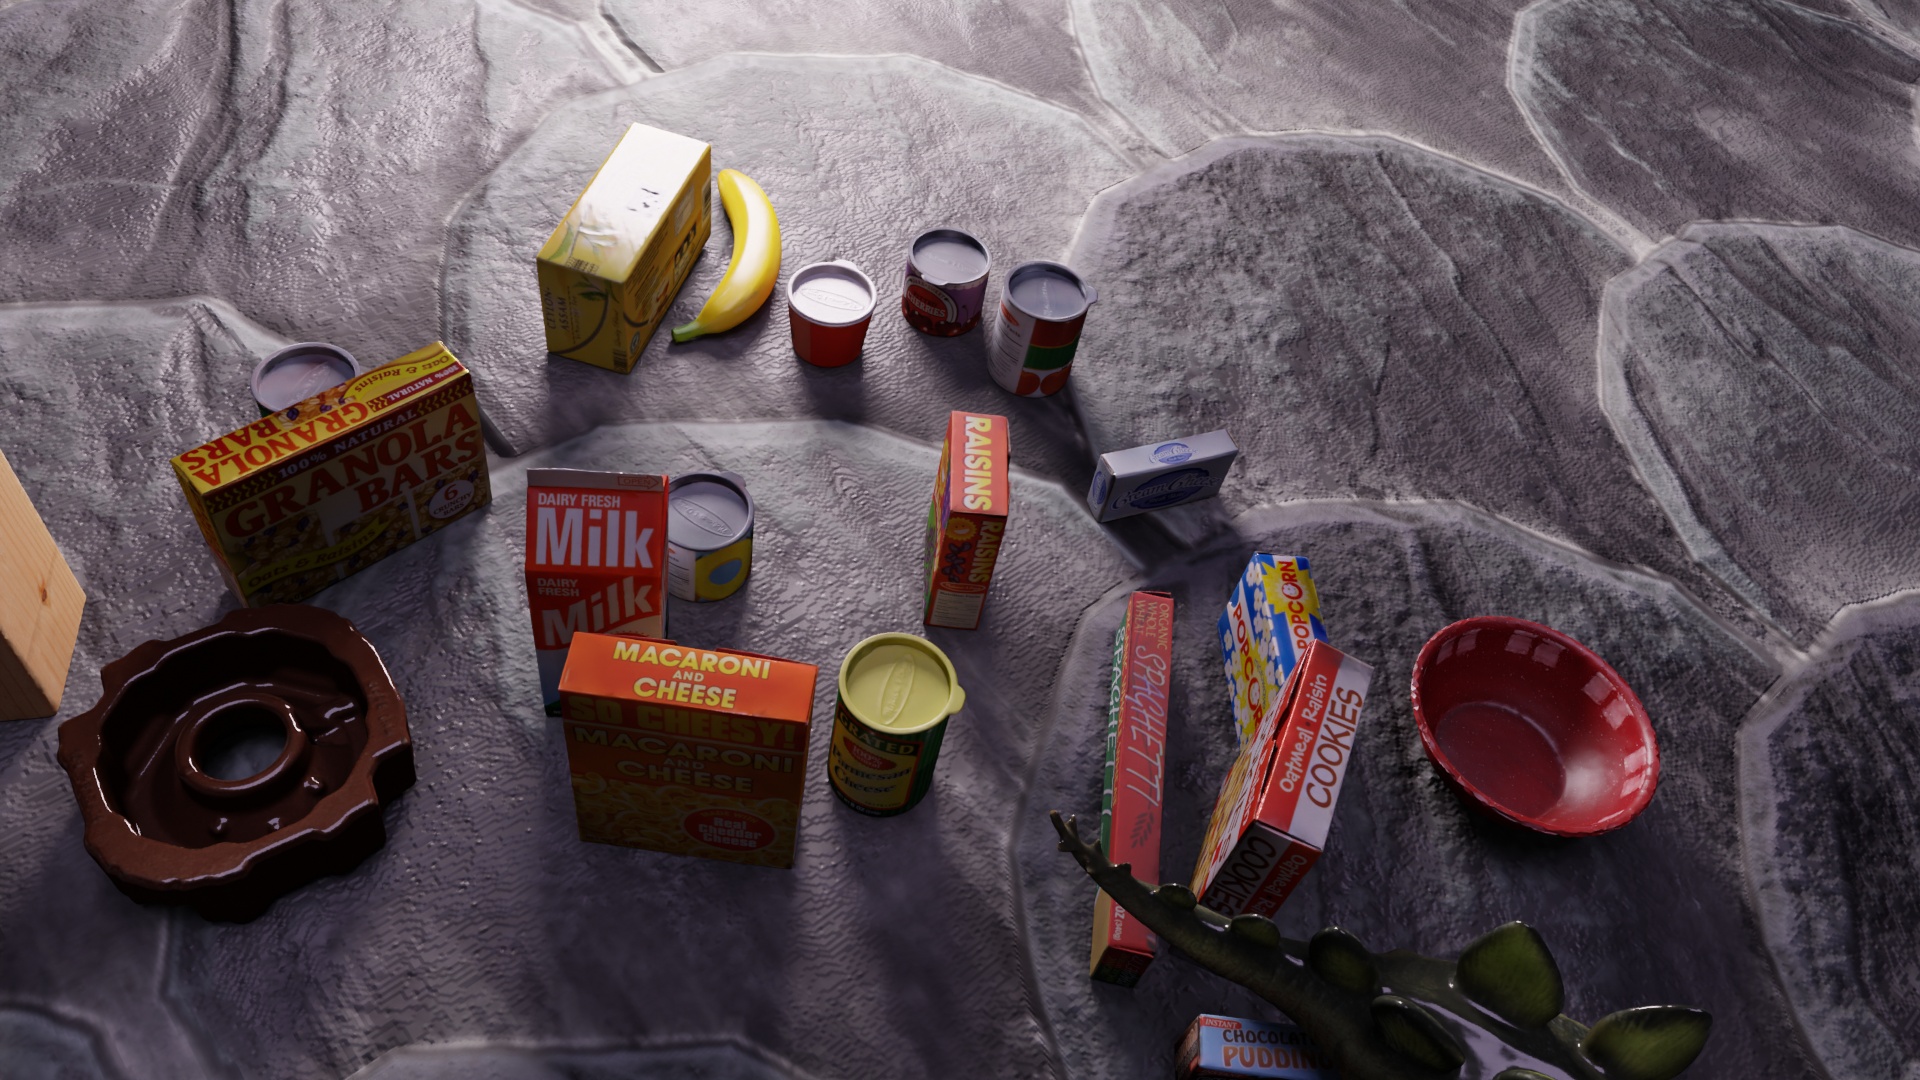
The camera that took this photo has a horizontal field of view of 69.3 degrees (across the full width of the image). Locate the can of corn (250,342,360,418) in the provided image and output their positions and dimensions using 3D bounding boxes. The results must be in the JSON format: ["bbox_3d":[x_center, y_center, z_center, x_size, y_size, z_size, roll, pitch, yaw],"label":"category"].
[{"bbox_3d":[-0.425,-0.087,0.920,0.071,0.058,0.071,5,51,-7],"label":"can of corn"}]

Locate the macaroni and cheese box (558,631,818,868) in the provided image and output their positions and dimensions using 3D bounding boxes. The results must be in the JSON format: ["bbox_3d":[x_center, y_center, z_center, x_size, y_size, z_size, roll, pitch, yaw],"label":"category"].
[{"bbox_3d":[-0.144,0.115,0.743,0.124,0.165,0.040,8,51,-4],"label":"macaroni and cheese box"}]

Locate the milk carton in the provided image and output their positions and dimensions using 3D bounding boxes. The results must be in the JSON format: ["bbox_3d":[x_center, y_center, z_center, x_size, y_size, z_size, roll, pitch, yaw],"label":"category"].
[{"bbox_3d":[-0.203,0.022,0.790,0.072,0.189,0.074,2,52,-9],"label":"milk carton"}]

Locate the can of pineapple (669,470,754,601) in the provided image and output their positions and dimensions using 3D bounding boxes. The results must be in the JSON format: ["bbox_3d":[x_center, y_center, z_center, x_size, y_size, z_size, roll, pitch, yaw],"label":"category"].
[{"bbox_3d":[-0.166,-0.003,0.903,0.071,0.057,0.071,5,51,-7],"label":"can of pineapple"}]

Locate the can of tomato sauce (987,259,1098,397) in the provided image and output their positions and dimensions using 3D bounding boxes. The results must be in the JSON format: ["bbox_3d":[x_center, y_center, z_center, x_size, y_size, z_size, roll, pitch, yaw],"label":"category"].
[{"bbox_3d":[0.060,-0.160,1.055,0.071,0.082,0.071,5,51,-7],"label":"can of tomato sauce"}]

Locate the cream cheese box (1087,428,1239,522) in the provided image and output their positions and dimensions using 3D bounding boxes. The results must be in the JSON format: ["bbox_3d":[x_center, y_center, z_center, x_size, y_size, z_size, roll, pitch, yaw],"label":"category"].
[{"bbox_3d":[0.145,-0.046,0.999,0.104,0.053,0.024,-13,55,-20],"label":"cream cheese box"}]

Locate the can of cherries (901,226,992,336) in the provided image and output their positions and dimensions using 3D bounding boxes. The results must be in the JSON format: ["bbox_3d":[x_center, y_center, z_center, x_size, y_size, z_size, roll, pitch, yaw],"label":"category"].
[{"bbox_3d":[-0.013,-0.201,1.090,0.071,0.058,0.072,5,51,-7],"label":"can of cherries"}]

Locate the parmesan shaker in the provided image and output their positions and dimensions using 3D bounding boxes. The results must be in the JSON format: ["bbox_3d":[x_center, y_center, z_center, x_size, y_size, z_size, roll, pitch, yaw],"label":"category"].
[{"bbox_3d":[-0.039,0.110,0.807,0.071,0.102,0.072,5,51,-7],"label":"parmesan shaker"}]

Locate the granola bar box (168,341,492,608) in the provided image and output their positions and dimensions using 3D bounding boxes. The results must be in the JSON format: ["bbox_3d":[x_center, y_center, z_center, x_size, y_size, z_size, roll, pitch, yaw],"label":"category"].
[{"bbox_3d":[-0.373,-0.036,0.847,0.166,0.123,0.039,-34,65,-31],"label":"granola bar box"}]

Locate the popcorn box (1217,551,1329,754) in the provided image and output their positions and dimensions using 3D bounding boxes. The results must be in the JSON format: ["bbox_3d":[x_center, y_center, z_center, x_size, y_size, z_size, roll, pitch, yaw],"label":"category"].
[{"bbox_3d":[0.202,0.083,0.886,0.038,0.084,0.127,4,51,-8],"label":"popcorn box"}]

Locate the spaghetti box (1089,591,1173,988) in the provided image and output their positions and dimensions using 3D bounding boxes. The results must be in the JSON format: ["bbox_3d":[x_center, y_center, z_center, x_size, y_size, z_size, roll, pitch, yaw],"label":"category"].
[{"bbox_3d":[0.106,0.141,0.844,0.029,0.049,0.251,11,51,-2],"label":"spaghetti box"}]

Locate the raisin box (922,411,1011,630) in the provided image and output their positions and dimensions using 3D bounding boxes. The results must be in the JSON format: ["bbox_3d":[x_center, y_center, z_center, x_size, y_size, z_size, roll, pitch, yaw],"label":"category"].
[{"bbox_3d":[0.003,-0.011,0.899,0.040,0.122,0.086,6,51,-6],"label":"raisin box"}]

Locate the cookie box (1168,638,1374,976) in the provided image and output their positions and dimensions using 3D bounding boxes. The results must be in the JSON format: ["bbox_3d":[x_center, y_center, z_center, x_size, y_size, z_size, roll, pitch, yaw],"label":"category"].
[{"bbox_3d":[0.170,0.151,0.773,0.040,0.166,0.123,23,51,8],"label":"cookie box"}]

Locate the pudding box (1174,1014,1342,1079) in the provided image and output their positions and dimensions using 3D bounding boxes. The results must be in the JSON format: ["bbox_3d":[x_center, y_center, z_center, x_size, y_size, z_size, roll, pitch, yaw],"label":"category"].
[{"bbox_3d":[0.162,0.280,0.744,0.084,0.049,0.030,9,51,-4],"label":"pudding box"}]

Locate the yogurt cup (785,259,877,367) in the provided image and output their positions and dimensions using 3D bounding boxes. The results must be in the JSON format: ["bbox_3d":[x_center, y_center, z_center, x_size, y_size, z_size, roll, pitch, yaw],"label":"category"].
[{"bbox_3d":[-0.099,-0.168,1.050,0.072,0.053,0.073,5,51,-7],"label":"yogurt cup"}]
